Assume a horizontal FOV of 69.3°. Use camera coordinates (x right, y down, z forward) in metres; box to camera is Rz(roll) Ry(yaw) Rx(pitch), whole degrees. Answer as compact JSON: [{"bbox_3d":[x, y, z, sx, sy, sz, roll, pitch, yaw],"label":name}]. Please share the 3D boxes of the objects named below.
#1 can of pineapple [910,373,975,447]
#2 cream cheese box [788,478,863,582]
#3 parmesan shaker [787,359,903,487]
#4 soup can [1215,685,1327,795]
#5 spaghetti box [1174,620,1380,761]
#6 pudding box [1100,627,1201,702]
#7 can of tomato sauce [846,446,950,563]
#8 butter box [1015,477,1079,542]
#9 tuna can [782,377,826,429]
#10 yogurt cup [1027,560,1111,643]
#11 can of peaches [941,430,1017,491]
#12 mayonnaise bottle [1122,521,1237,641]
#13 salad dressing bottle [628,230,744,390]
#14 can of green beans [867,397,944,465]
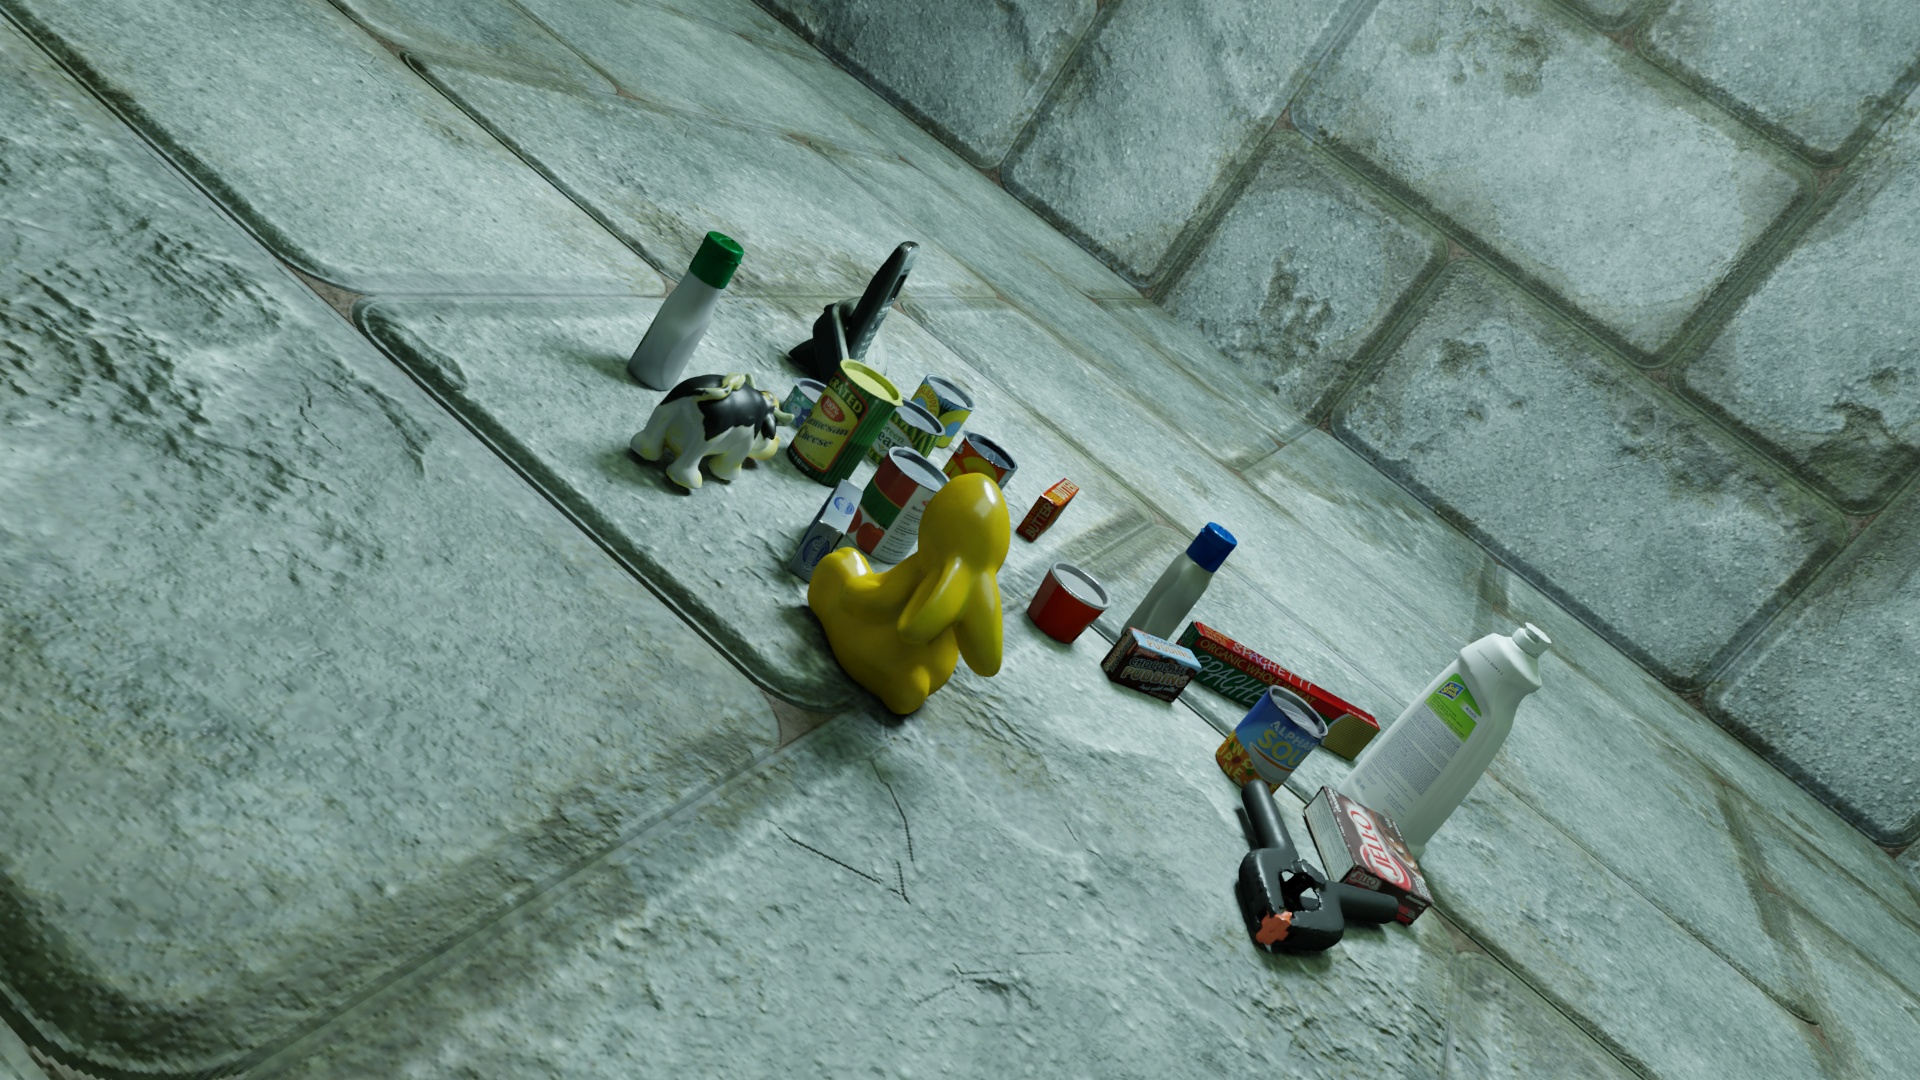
[{"bbox_3d":[-0.027,-0.146,1.567,0.071,0.057,0.071,30,21,-13],"label":"can of pineapple"},{"bbox_3d":[-0.110,-0.009,1.145,0.024,0.053,0.104,32,21,-8],"label":"cream cheese box"},{"bbox_3d":[-0.107,-0.106,1.293,0.071,0.102,0.071,30,21,-13],"label":"parmesan shaker"},{"bbox_3d":[0.287,0.188,1.281,0.071,0.083,0.071,30,21,-13],"label":"soup can"},{"bbox_3d":[0.330,0.159,1.457,0.250,0.050,0.029,28,21,-19],"label":"spaghetti box"},{"bbox_3d":[0.181,0.118,1.320,0.083,0.049,0.030,22,24,-31],"label":"pudding box"},{"bbox_3d":[-0.057,-0.032,1.235,0.071,0.082,0.071,30,21,-13],"label":"can of tomato sauce"},{"bbox_3d":[0.096,-0.034,1.517,0.024,0.053,0.104,38,21,7],"label":"butter box"},{"bbox_3d":[-0.145,-0.132,1.390,0.071,0.032,0.071,30,21,-13],"label":"tuna can"},{"bbox_3d":[0.100,0.060,1.316,0.072,0.053,0.073,30,21,-13],"label":"yogurt cup"},{"bbox_3d":[0.016,-0.074,1.474,0.071,0.058,0.071,30,21,-13],"label":"can of peaches"},{"bbox_3d":[0.219,0.049,1.389,0.041,0.147,0.065,32,20,-8],"label":"mayonnaise bottle"},{"bbox_3d":[-0.243,-0.204,1.236,0.044,0.147,0.064,35,20,0],"label":"salad dressing bottle"},{"bbox_3d":[-0.059,-0.106,1.430,0.071,0.057,0.071,30,21,-13],"label":"can of green beans"}]
